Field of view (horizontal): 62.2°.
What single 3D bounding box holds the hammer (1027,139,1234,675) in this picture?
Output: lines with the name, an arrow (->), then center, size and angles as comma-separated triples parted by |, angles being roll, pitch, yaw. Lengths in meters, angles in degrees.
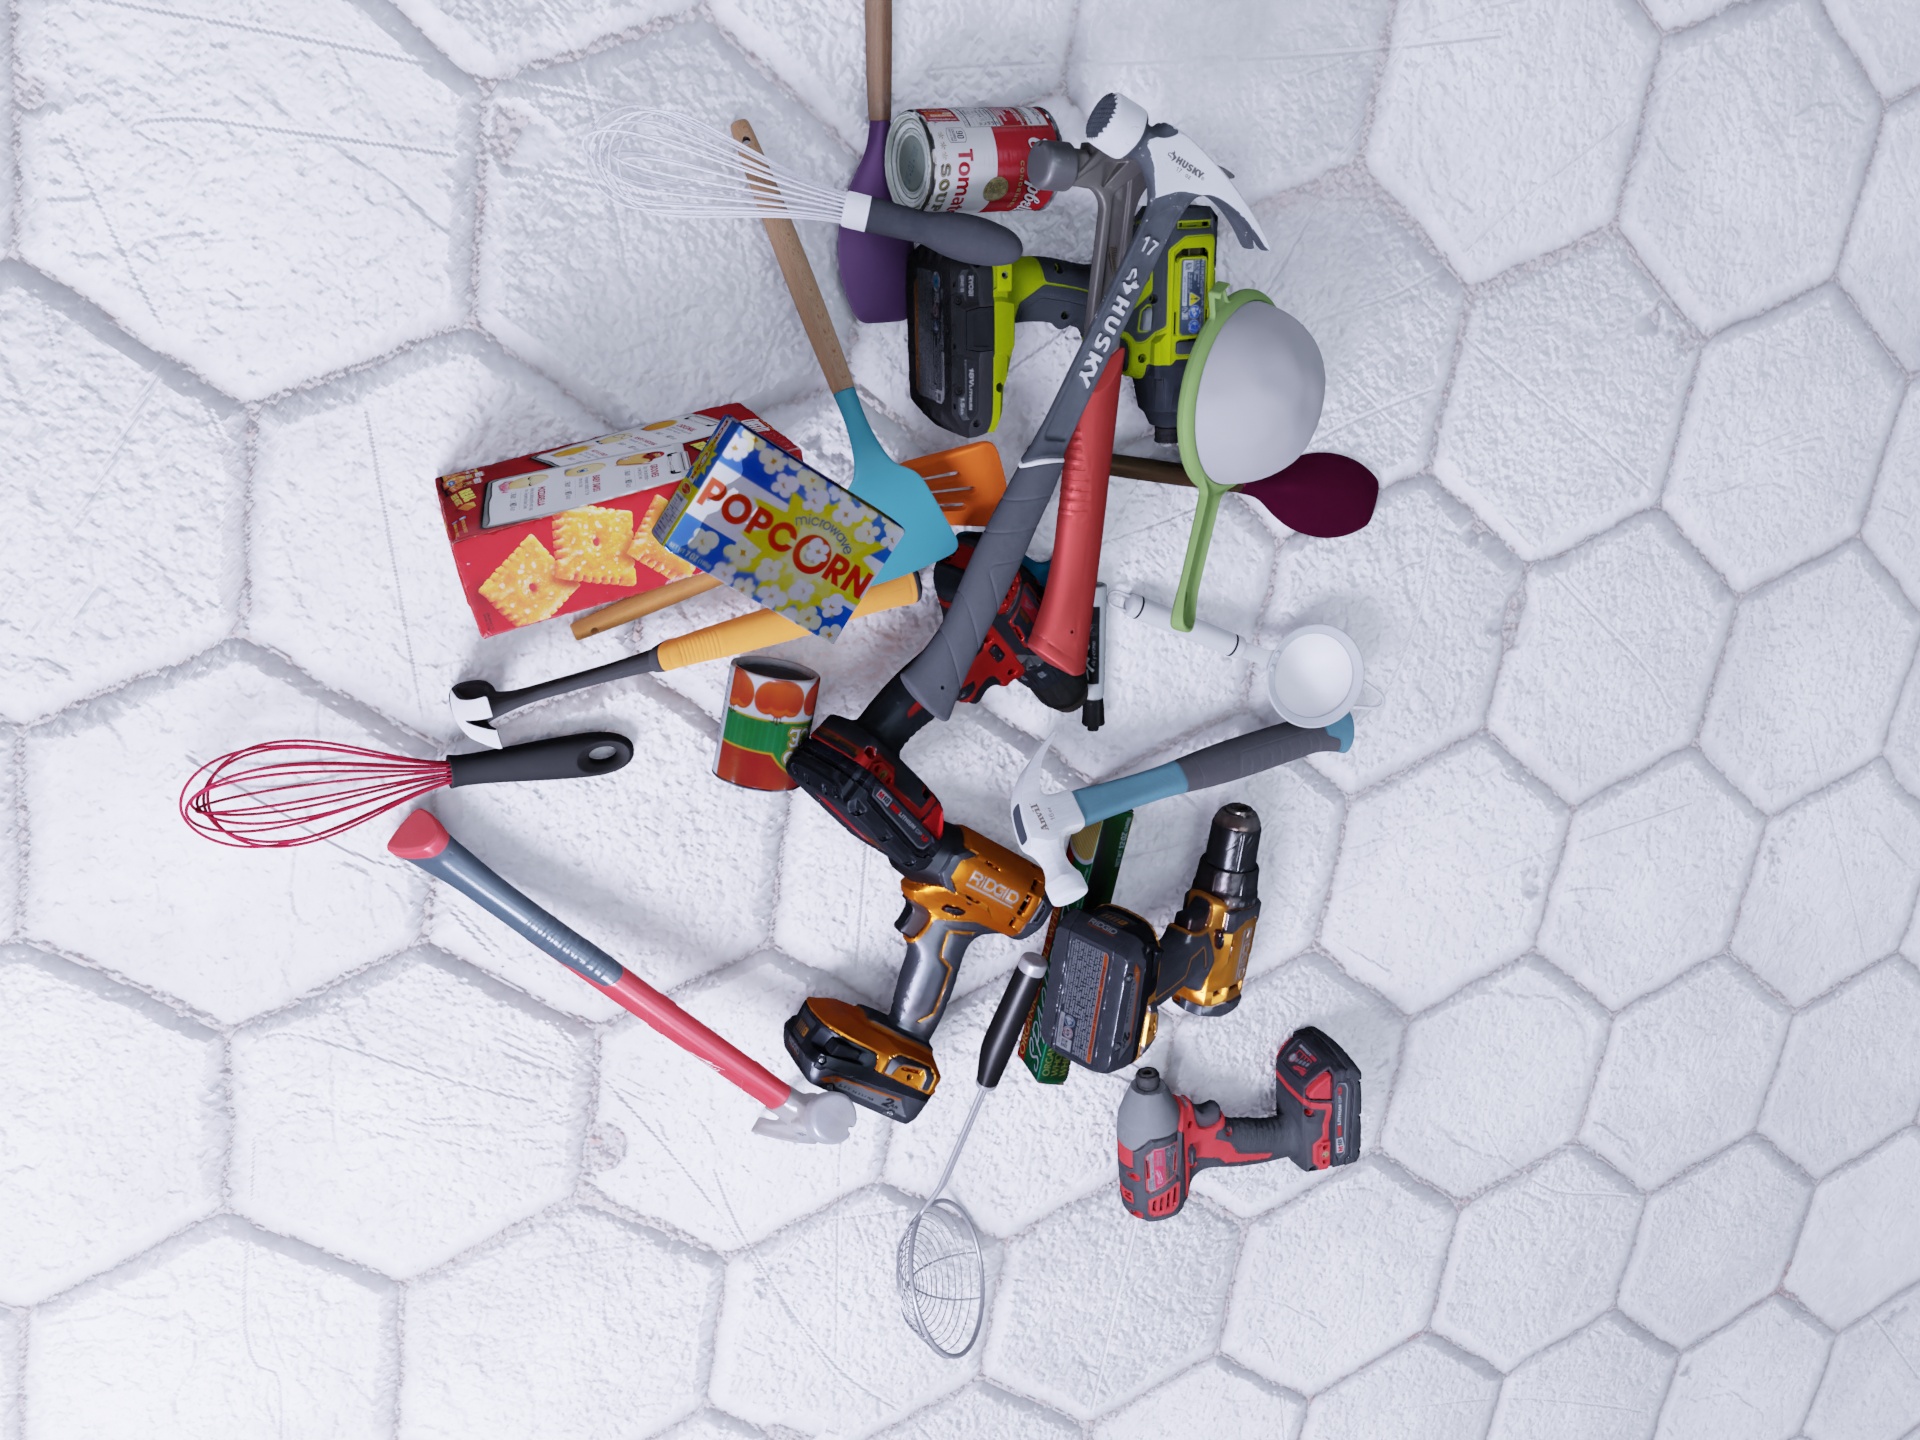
hammer -> 0.099, -0.209, 1.101 | 0.149, 0.037, 0.359 | -4, 109, -29

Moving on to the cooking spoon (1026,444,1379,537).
cooking spoon -> 0.196, -0.188, 1.240 | 0.318, 0.017, 0.068 | 4, 106, -23

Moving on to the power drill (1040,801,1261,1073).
power drill -> 0.169, 0.171, 1.288 | 0.226, 0.084, 0.185 | -13, 117, -48

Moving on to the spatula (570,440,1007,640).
spatula -> -0.120, -0.120, 1.126 | 0.322, 0.041, 0.080 | -24, 140, -10

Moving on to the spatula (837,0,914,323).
spatula -> -0.056, -0.425, 1.055 | 0.059, 0.018, 0.315 | -11, 113, -29

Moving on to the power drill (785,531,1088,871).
power drill -> -0.002, -0.004, 1.170 | 0.227, 0.080, 0.187 | -53, 137, -12

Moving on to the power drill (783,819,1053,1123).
power drill -> -0.044, 0.184, 1.245 | 0.164, 0.084, 0.226 | 31, 91, -27

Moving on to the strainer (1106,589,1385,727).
strainer -> 0.229, -0.059, 1.288 | 0.258, 0.050, 0.087 | 20, 94, -20

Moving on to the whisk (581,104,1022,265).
whisk -> -0.098, -0.332, 1.010 | 0.284, 0.070, 0.070 | 11, 105, -8

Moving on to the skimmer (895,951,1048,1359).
skimmer -> 0.028, 0.356, 1.296 | 0.090, 0.127, 0.363 | 25, 112, 14

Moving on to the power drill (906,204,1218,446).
power drill -> 0.080, -0.273, 1.131 | 0.223, 0.080, 0.171 | -10, 113, -23

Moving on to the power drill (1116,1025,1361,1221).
power drill -> 0.243, 0.355, 1.423 | 0.219, 0.079, 0.143 | -11, 112, -15

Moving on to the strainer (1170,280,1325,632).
strainer -> 0.213, -0.185, 1.173 | 0.151, 0.069, 0.256 | 2, 103, -56

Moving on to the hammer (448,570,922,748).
hammer -> -0.178, -0.052, 1.095 | 0.337, 0.127, 0.034 | -19, 104, -21

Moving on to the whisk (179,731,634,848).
whisk -> -0.367, 0.038, 1.079 | 0.295, 0.073, 0.073 | -8, 111, -26

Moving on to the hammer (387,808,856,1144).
hammer -> -0.254, 0.195, 1.167 | 0.386, 0.143, 0.038 | 40, 63, -18

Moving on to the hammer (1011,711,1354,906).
hammer -> 0.186, 0.043, 1.276 | 0.331, 0.128, 0.033 | -16, 158, -27

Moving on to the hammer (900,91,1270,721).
hammer -> 0.066, -0.187, 1.050 | 0.149, 0.036, 0.409 | 22, 98, -30

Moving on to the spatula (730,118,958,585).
spatula -> -0.091, -0.246, 1.073 | 0.082, 0.044, 0.317 | -21, 100, -3

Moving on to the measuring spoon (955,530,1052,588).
measuring spoon -> 0.047, -0.114, 1.190 | 0.128, 0.021, 0.042 | 19, 106, -40
